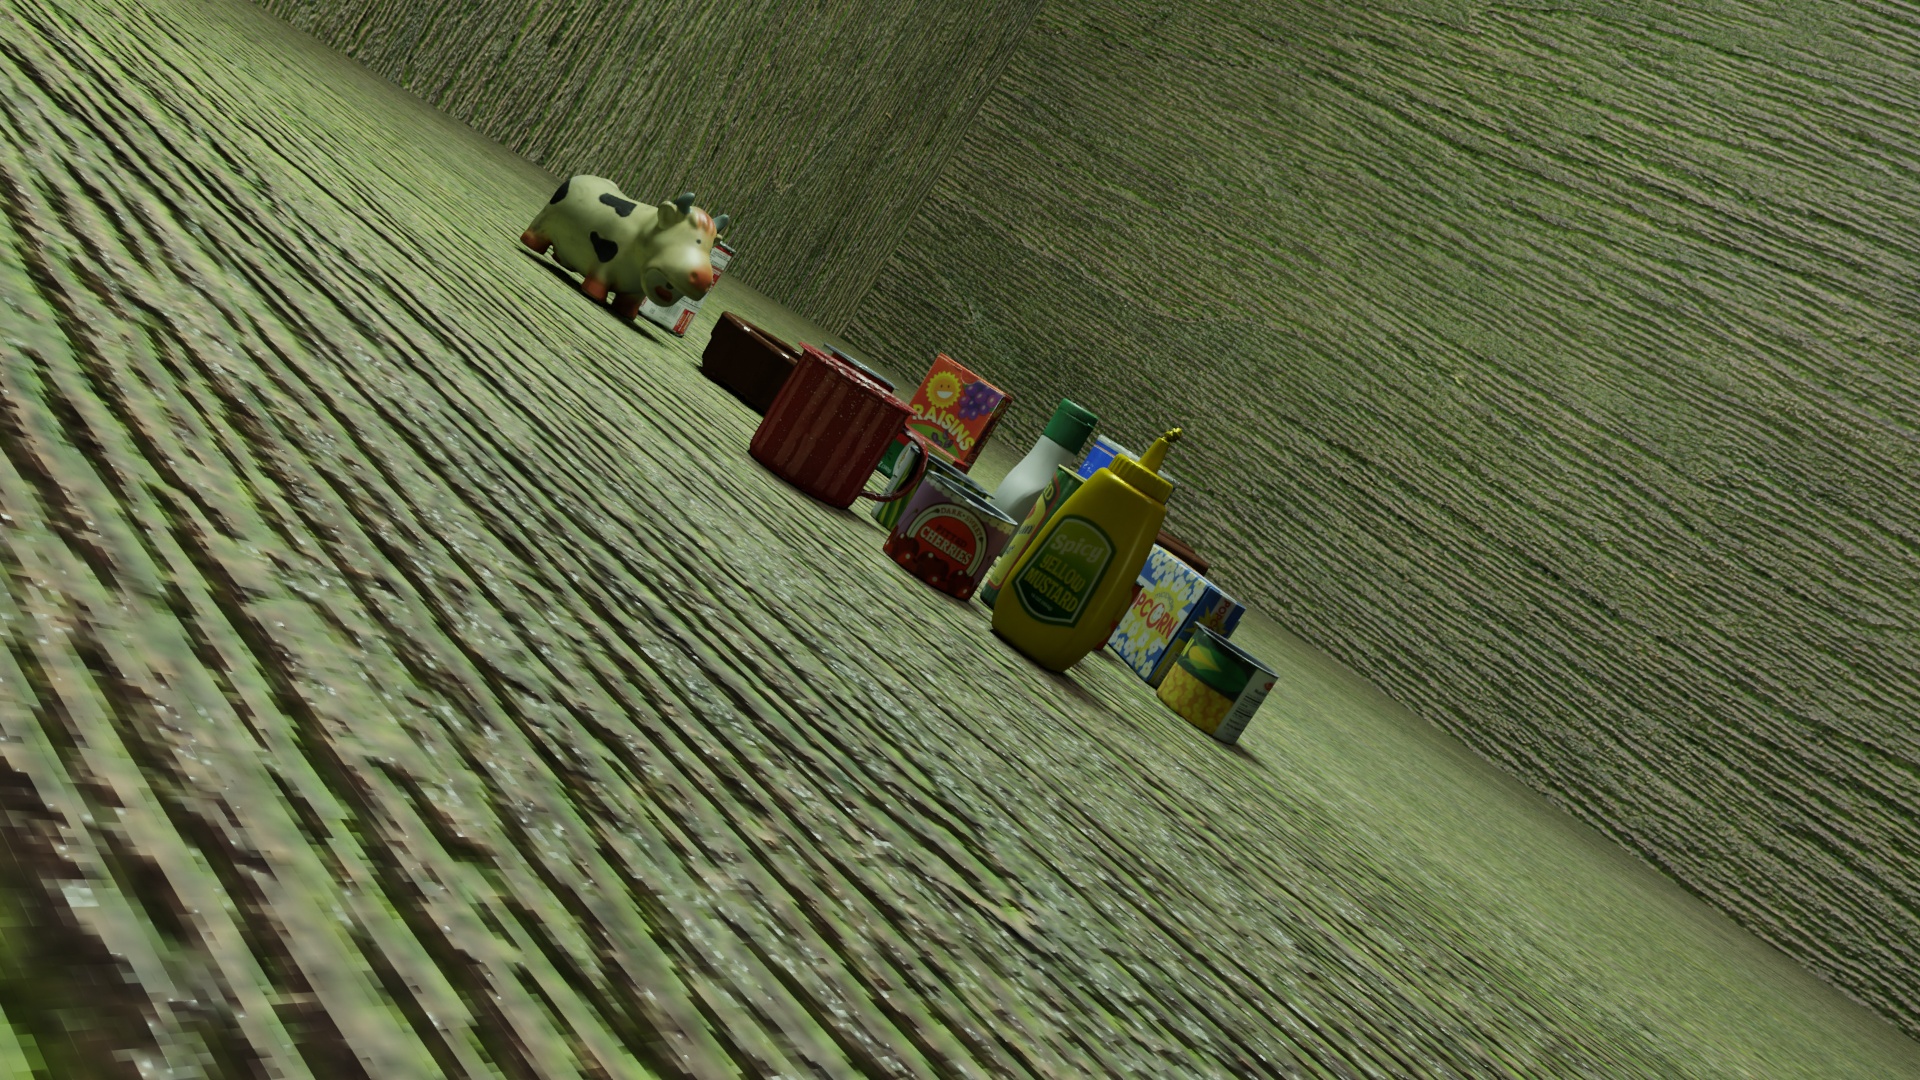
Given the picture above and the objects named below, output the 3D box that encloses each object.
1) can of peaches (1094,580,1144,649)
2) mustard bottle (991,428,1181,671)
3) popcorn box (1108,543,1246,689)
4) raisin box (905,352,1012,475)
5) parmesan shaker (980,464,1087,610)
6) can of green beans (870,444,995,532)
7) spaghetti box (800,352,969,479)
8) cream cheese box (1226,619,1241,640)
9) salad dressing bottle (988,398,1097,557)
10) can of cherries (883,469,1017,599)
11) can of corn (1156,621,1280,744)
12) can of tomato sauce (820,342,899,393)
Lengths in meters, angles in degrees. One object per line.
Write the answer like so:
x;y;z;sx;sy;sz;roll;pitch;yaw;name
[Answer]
0.091;0.039;1.025;0.071;0.058;0.071;32;6;-4;can of peaches
0.082;-0.001;0.821;0.065;0.160;0.049;34;6;23;mustard bottle
0.156;0.060;1.057;0.038;0.085;0.127;30;6;-19;popcorn box
-0.015;-0.118;1.436;0.086;0.123;0.040;34;6;17;raisin box
0.066;0.010;0.918;0.071;0.103;0.071;32;6;-4;parmesan shaker
-0.022;-0.027;0.990;0.071;0.057;0.071;32;6;-4;can of green beans
-0.097;-0.111;1.319;0.250;0.050;0.028;36;7;30;spaghetti box
0.232;0.079;1.420;0.104;0.053;0.024;29;6;-22;cream cheese box
0.068;-0.054;1.227;0.044;0.147;0.064;36;7;35;salad dressing bottle
-0.007;-0.003;0.873;0.071;0.058;0.071;32;6;-4;can of cherries
0.177;0.100;0.972;0.071;0.058;0.071;32;6;-4;can of corn
-0.098;-0.101;1.087;0.071;0.083;0.071;32;6;-4;can of tomato sauce
